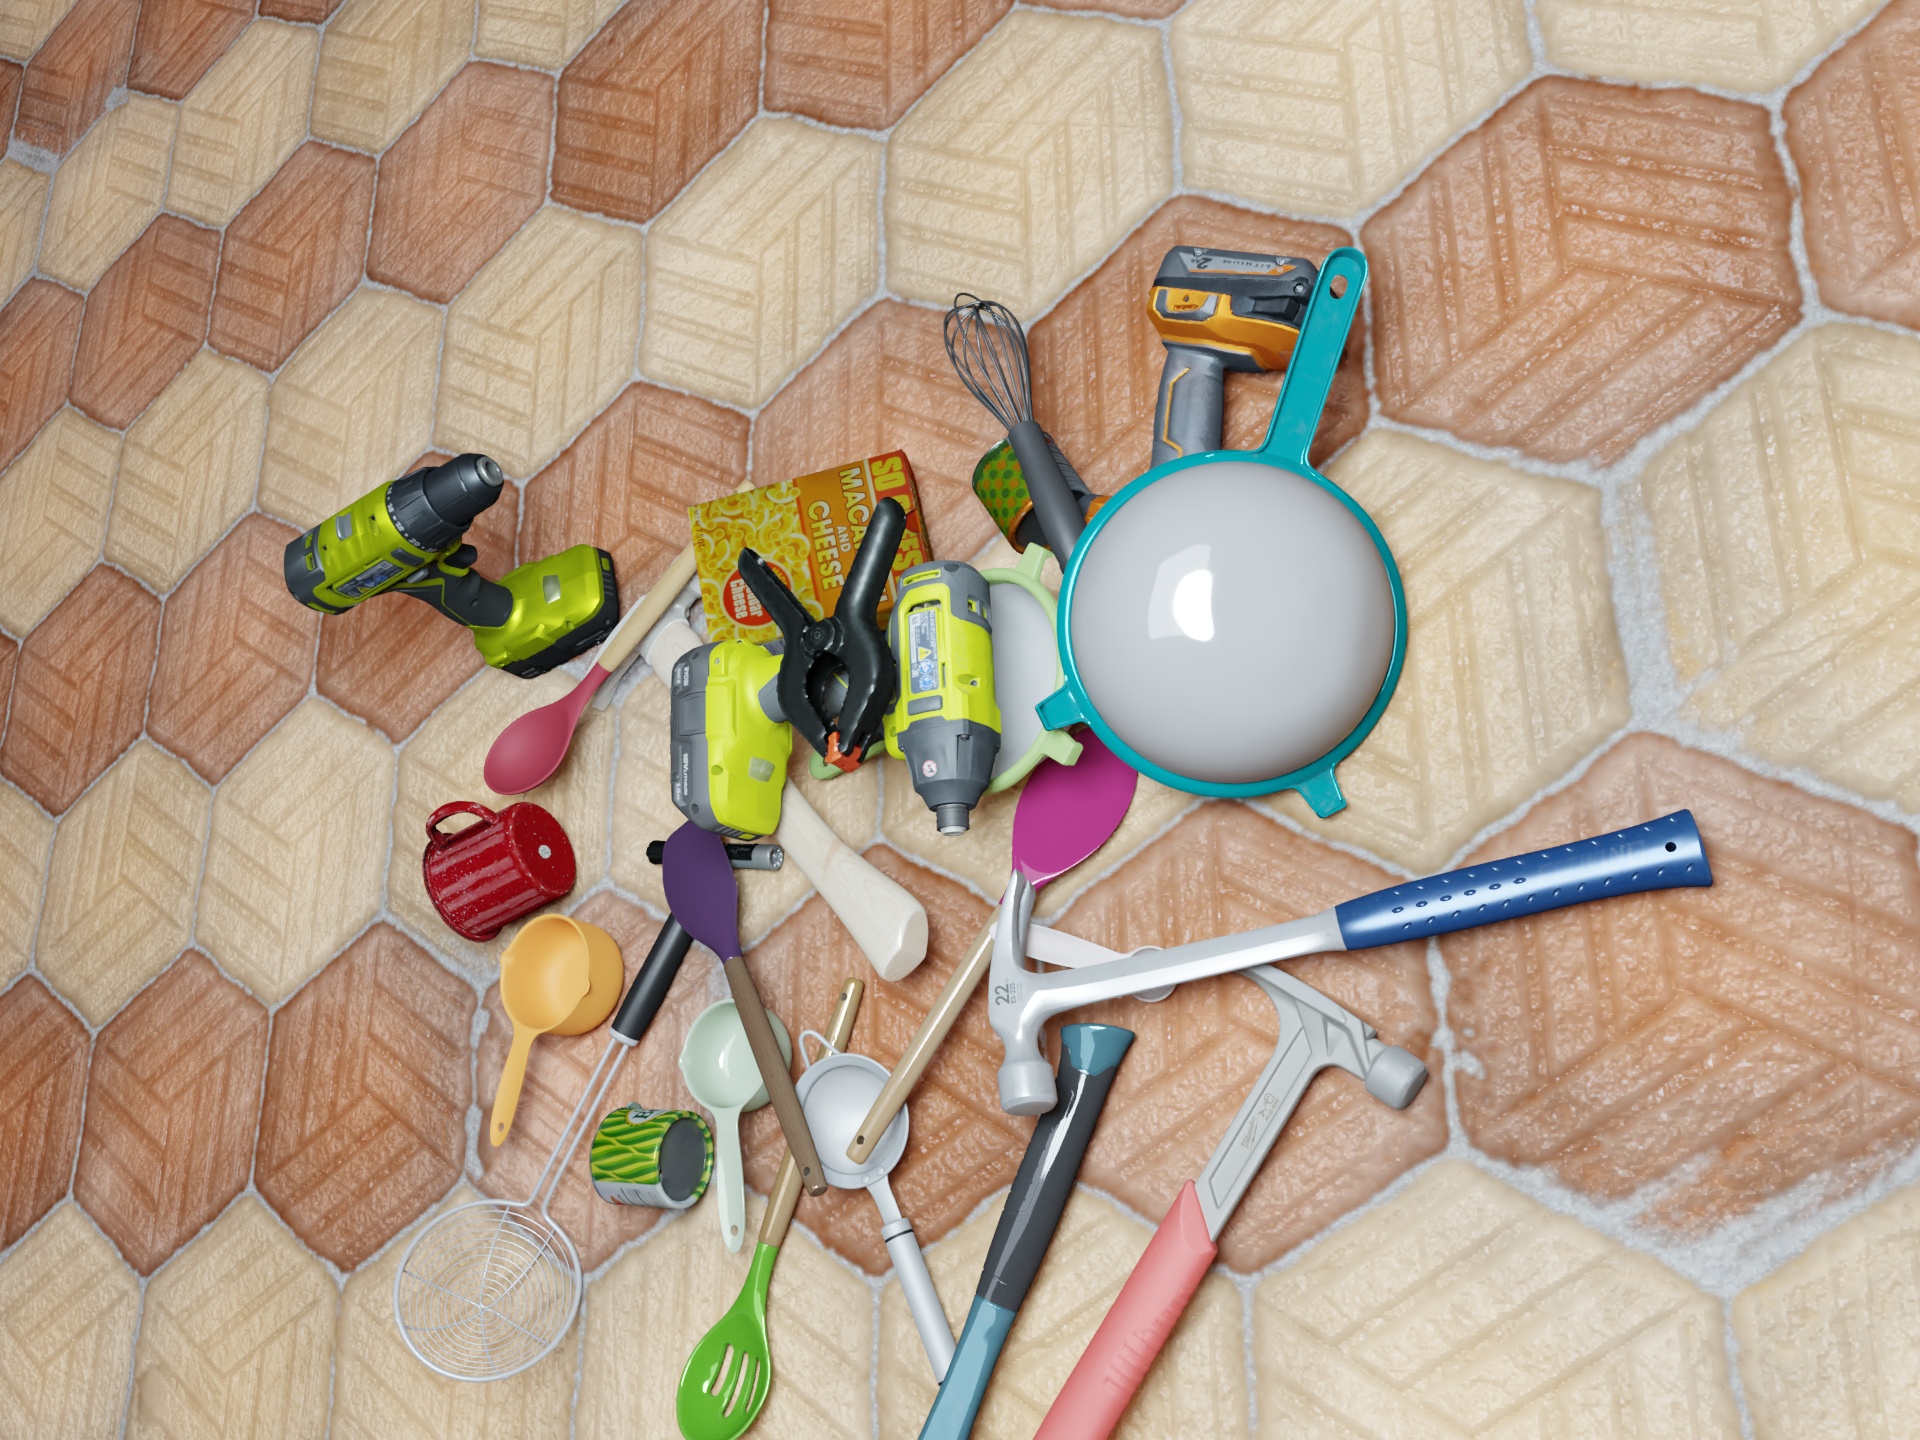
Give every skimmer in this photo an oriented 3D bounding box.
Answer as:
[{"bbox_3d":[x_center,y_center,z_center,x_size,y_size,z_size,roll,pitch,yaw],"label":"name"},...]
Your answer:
[{"bbox_3d":[-0.273,0.283,1.129,0.127,0.090,0.363,27,86,2],"label":"skimmer"}]

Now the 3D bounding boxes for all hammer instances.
[{"bbox_3d":[0.204,0.114,0.902,0.405,0.035,0.144,-16,60,18],"label":"hammer"},{"bbox_3d":[-0.152,0.043,1.145,0.146,0.038,0.411,-50,51,10],"label":"hammer"},{"bbox_3d":[0.025,0.335,0.953,0.128,0.033,0.331,20,81,15],"label":"hammer"},{"bbox_3d":[0.111,0.308,0.903,0.149,0.036,0.359,29,84,34],"label":"hammer"}]

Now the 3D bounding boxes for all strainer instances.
[{"bbox_3d":[-0.002,-0.003,1.086,0.256,0.069,0.152,-26,63,41],"label":"strainer"},{"bbox_3d":[0.181,-0.120,0.922,0.211,0.095,0.340,18,91,3],"label":"strainer"},{"bbox_3d":[-0.044,0.317,1.012,0.087,0.050,0.259,-31,67,16],"label":"strainer"}]

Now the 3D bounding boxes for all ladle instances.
[{"bbox_3d":[-0.259,-0.063,1.224,0.315,0.031,0.069,-49,55,10],"label":"ladle"}]

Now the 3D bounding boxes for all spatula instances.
[{"bbox_3d":[-0.149,0.187,1.085,0.060,0.018,0.316,-40,50,12],"label":"spatula"}]

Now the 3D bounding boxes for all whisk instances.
[{"bbox_3d":[0.041,-0.191,1.048,0.055,0.055,0.239,-30,62,19],"label":"whisk"}]

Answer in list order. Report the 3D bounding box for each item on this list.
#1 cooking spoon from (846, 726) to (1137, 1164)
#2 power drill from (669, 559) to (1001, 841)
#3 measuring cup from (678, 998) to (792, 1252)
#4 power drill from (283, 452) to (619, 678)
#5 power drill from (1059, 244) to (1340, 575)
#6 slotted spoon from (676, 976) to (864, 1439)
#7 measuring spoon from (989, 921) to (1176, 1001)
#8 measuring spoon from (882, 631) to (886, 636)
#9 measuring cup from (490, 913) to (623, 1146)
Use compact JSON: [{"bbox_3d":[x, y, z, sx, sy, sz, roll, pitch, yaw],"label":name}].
[{"bbox_3d":[0.017,0.143,1.021,0.069,0.017,0.319,29,82,24],"label":"cooking spoon"},{"bbox_3d":[-0.080,0.003,1.037,0.223,0.080,0.171,-12,70,29],"label":"power drill"},{"bbox_3d":[-0.149,0.276,1.089,0.083,0.038,0.168,-14,69,26],"label":"measuring cup"},{"bbox_3d":[-0.373,-0.120,1.234,0.190,0.228,0.080,-24,64,22],"label":"power drill"},{"bbox_3d":[0.169,-0.180,1.023,0.164,0.084,0.226,18,88,33],"label":"power drill"},{"bbox_3d":[-0.118,0.324,1.062,0.070,0.031,0.314,11,78,36],"label":"slotted spoon"},{"bbox_3d":[0.077,0.147,0.994,0.124,0.018,0.034,13,80,20],"label":"measuring spoon"},{"bbox_3d":[-0.055,-0.098,1.169,0.042,0.021,0.129,15,73,16],"label":"measuring spoon"},{"bbox_3d":[-0.307,0.233,1.189,0.095,0.052,0.174,11,82,33],"label":"measuring cup"}]
